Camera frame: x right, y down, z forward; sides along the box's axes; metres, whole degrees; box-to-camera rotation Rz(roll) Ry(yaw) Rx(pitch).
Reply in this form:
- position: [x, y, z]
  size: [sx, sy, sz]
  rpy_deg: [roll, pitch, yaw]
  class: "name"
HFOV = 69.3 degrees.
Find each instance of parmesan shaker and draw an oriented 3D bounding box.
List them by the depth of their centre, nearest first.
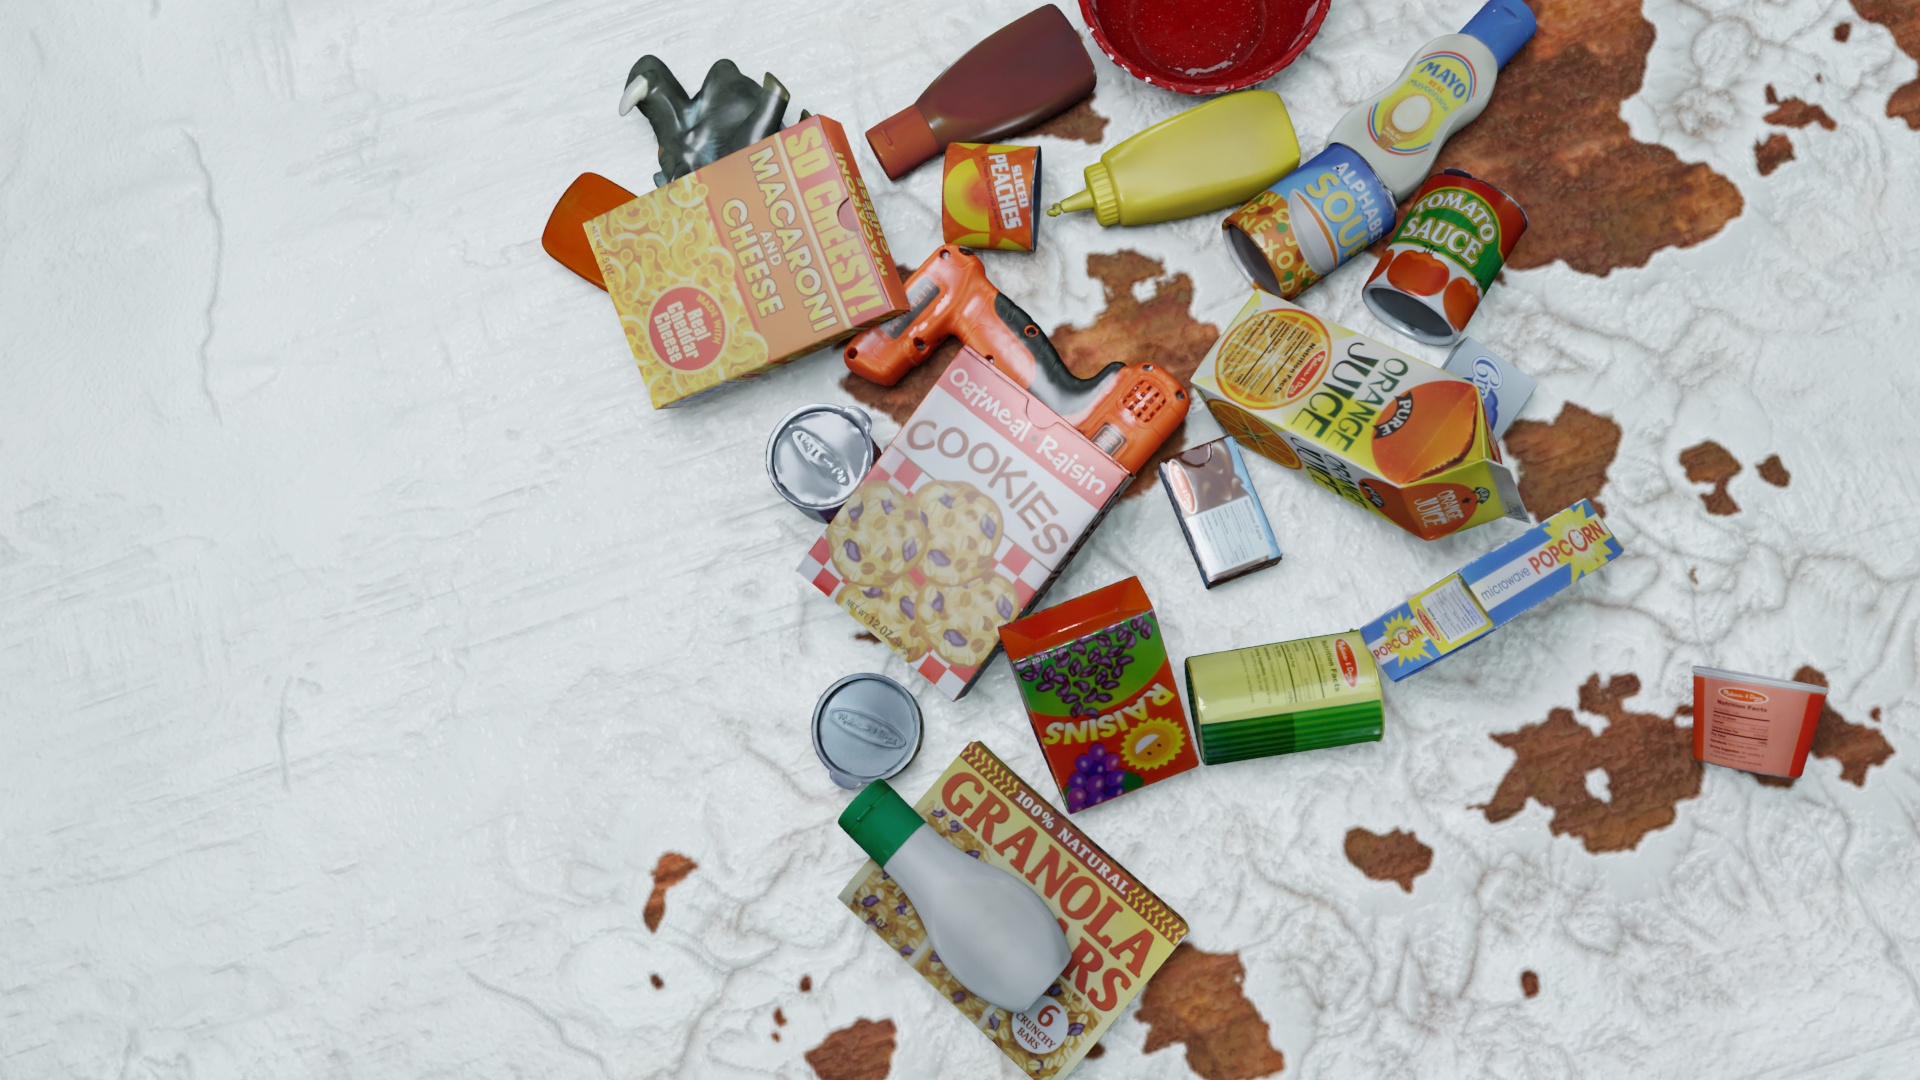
- position: [0.187, 0.090, 0.814]
  size: [0.103, 0.071, 0.071]
  rpy_deg: [-9, 80, 4]
  class: "parmesan shaker"

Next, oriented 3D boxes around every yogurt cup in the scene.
- position: [0.451, 0.103, 0.791]
  size: [0.072, 0.072, 0.054]
  rpy_deg: [9, 90, 6]
  class: "yogurt cup"

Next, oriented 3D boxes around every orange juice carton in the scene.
- position: [0.233, -0.066, 0.791]
  size: [0.193, 0.071, 0.073]
  rpy_deg: [34, 85, 37]
  class: "orange juice carton"

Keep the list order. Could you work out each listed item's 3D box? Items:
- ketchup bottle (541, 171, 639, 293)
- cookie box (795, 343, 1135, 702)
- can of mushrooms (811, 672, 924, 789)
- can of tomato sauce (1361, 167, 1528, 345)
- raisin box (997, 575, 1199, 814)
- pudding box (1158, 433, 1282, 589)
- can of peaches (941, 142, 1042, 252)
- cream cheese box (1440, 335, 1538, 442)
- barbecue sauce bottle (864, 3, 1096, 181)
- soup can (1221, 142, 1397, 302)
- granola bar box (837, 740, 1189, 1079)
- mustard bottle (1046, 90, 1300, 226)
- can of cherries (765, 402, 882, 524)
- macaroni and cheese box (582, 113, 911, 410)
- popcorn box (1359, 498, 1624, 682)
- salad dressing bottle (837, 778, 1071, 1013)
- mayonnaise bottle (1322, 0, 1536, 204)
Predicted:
- position: [-0.195, -0.177, 0.900]
  size: [0.149, 0.043, 0.064]
  rpy_deg: [32, 91, 9]
  class: "ketchup bottle"
- position: [0.003, -0.010, 0.811]
  size: [0.123, 0.040, 0.167]
  rpy_deg: [39, 97, 10]
  class: "cookie box"
- position: [-0.057, 0.116, 0.845]
  size: [0.071, 0.033, 0.071]
  rpy_deg: [-1, 81, 4]
  class: "can of mushrooms"
- position: [0.293, -0.171, 0.845]
  size: [0.071, 0.071, 0.083]
  rpy_deg: [32, 85, 9]
  class: "can of tomato sauce"
- position: [0.080, 0.091, 0.800]
  size: [0.086, 0.040, 0.123]
  rpy_deg: [-21, 122, -1]
  class: "raisin box"
- position: [0.159, -0.017, 0.851]
  size: [0.050, 0.030, 0.084]
  rpy_deg: [-21, 80, 2]
  class: "pudding box"
- position: [0.020, -0.217, 0.875]
  size: [0.058, 0.071, 0.071]
  rpy_deg: [4, 81, 7]
  class: "can of peaches"
- position: [0.301, -0.068, 0.850]
  size: [0.053, 0.024, 0.104]
  rpy_deg: [35, 85, 8]
  class: "cream cheese box"
- position: [0.011, -0.285, 0.901]
  size: [0.148, 0.043, 0.065]
  rpy_deg: [-29, 79, 0]
  class: "barbecue sauce bottle"
- position: [0.215, -0.193, 0.854]
  size: [0.084, 0.071, 0.071]
  rpy_deg: [-35, 80, -1]
  class: "soup can"
- position: [0.031, 0.218, 0.818]
  size: [0.166, 0.039, 0.124]
  rpy_deg: [40, 87, 10]
  class: "granola bar box"
- position: [0.130, -0.233, 0.879]
  size: [0.160, 0.049, 0.065]
  rpy_deg: [-17, 81, 2]
  class: "mustard bottle"
- position: [-0.080, -0.048, 0.862]
  size: [0.071, 0.058, 0.071]
  rpy_deg: [-1, 80, 5]
  class: "can of cherries"
- position: [-0.130, -0.165, 0.839]
  size: [0.166, 0.040, 0.123]
  rpy_deg: [-20, 93, 16]
  class: "macaroni and cheese box"
- position: [0.297, 0.028, 0.778]
  size: [0.127, 0.084, 0.038]
  rpy_deg: [-22, 75, -31]
  class: "popcorn box"
- position: [-0.005, 0.197, 0.783]
  size: [0.148, 0.044, 0.064]
  rpy_deg: [43, 89, 11]
  class: "salad dressing bottle"
- position: [0.299, -0.281, 0.876]
  size: [0.065, 0.041, 0.148]
  rpy_deg: [43, 87, 12]
  class: "mayonnaise bottle"
